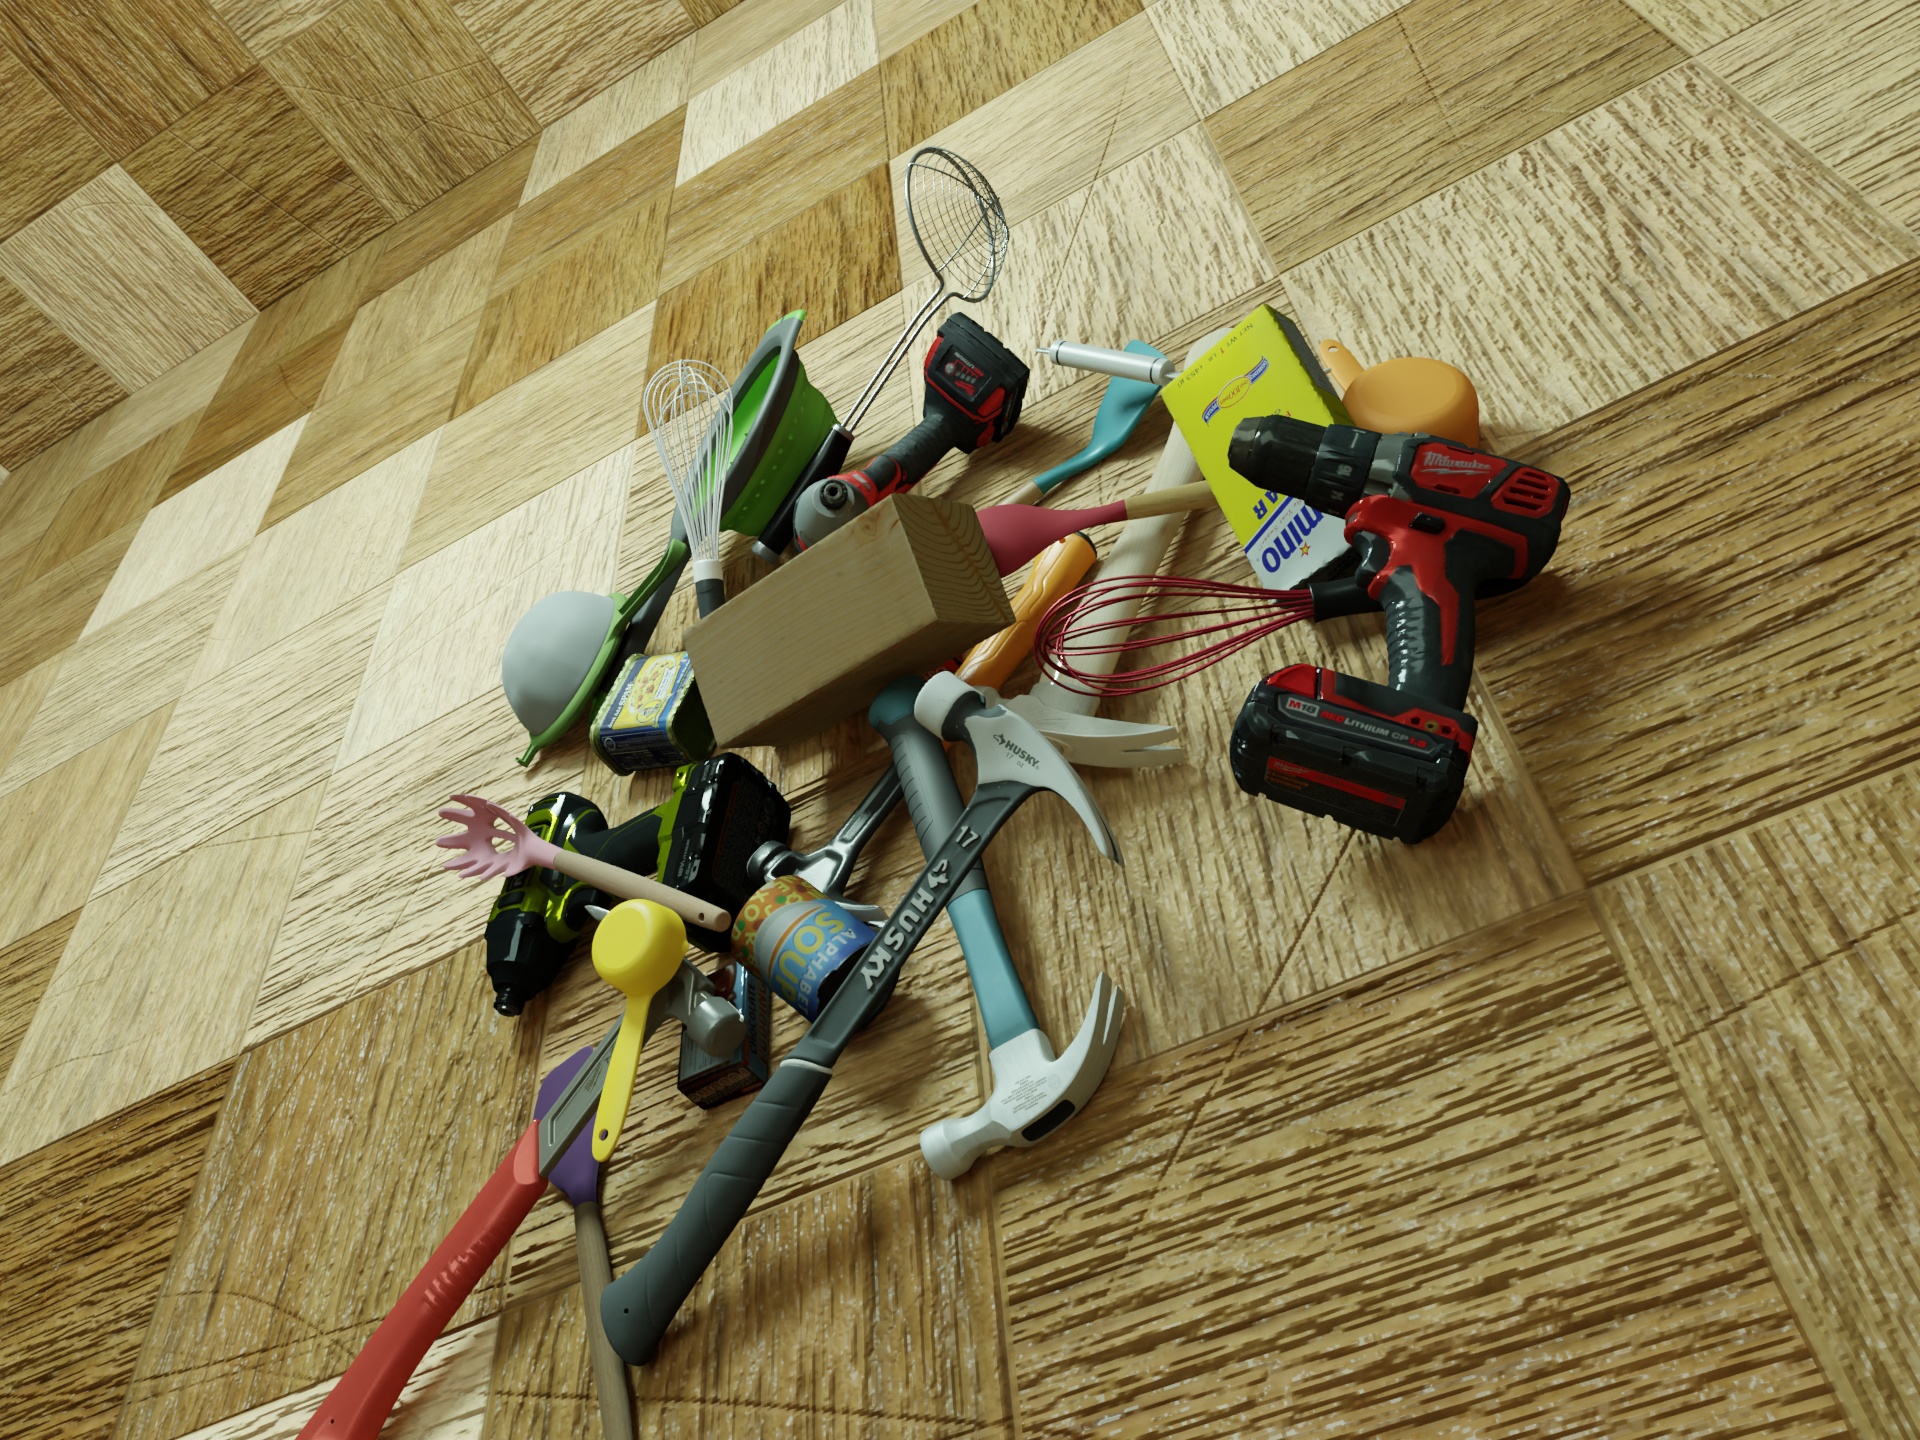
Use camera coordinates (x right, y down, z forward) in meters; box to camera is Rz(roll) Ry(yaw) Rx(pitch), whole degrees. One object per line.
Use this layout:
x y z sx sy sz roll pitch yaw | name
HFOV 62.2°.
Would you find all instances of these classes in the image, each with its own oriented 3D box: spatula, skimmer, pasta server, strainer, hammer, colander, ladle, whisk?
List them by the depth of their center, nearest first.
-0.068 0.177 0.868 0.149 0.036 0.409 35 91 28 | hammer
0.000 0.097 0.937 0.128 0.033 0.331 -29 47 9 | hammer
0.188 -0.066 0.938 0.296 0.073 0.073 -10 43 9 | whisk
-0.221 0.311 0.943 0.060 0.018 0.316 -38 36 4 | spatula
-0.281 0.287 0.960 0.149 0.036 0.359 29 79 38 | hammer
0.137 -0.144 1.062 0.315 0.031 0.069 -11 49 7 | ladle
-0.258 0.100 1.064 0.316 0.040 0.060 11 96 45 | pasta server
-0.002 -0.003 1.078 0.127 0.034 0.337 17 61 41 | hammer
0.141 -0.134 1.093 0.146 0.038 0.411 8 52 27 | hammer
0.153 -0.247 1.142 0.259 0.050 0.087 22 36 40 | strainer
0.033 -0.173 1.226 0.317 0.044 0.082 -37 33 3 | spatula
-0.201 -0.146 1.238 0.070 0.070 0.285 -13 80 29 | whisk
-0.077 -0.295 1.301 0.090 0.127 0.363 36 93 41 | skimmer
-0.317 -0.083 1.322 0.256 0.069 0.152 -40 31 38 | strainer
-0.196 -0.153 1.364 0.397 0.094 0.204 -65 22 -6 | colander

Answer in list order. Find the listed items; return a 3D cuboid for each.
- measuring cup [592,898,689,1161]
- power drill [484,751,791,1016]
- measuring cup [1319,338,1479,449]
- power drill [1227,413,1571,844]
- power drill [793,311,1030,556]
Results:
-0.202 0.179 0.939 0.062 0.029 0.157 -9 58 28 | measuring cup
-0.237 0.116 1.118 0.223 0.080 0.171 -17 46 30 | power drill
0.274 -0.221 1.042 0.095 0.052 0.174 -19 48 -2 | measuring cup
0.213 -0.065 0.865 0.188 0.080 0.227 18 67 14 | power drill
-0.047 -0.209 1.255 0.220 0.078 0.143 -48 -6 -13 | power drill
